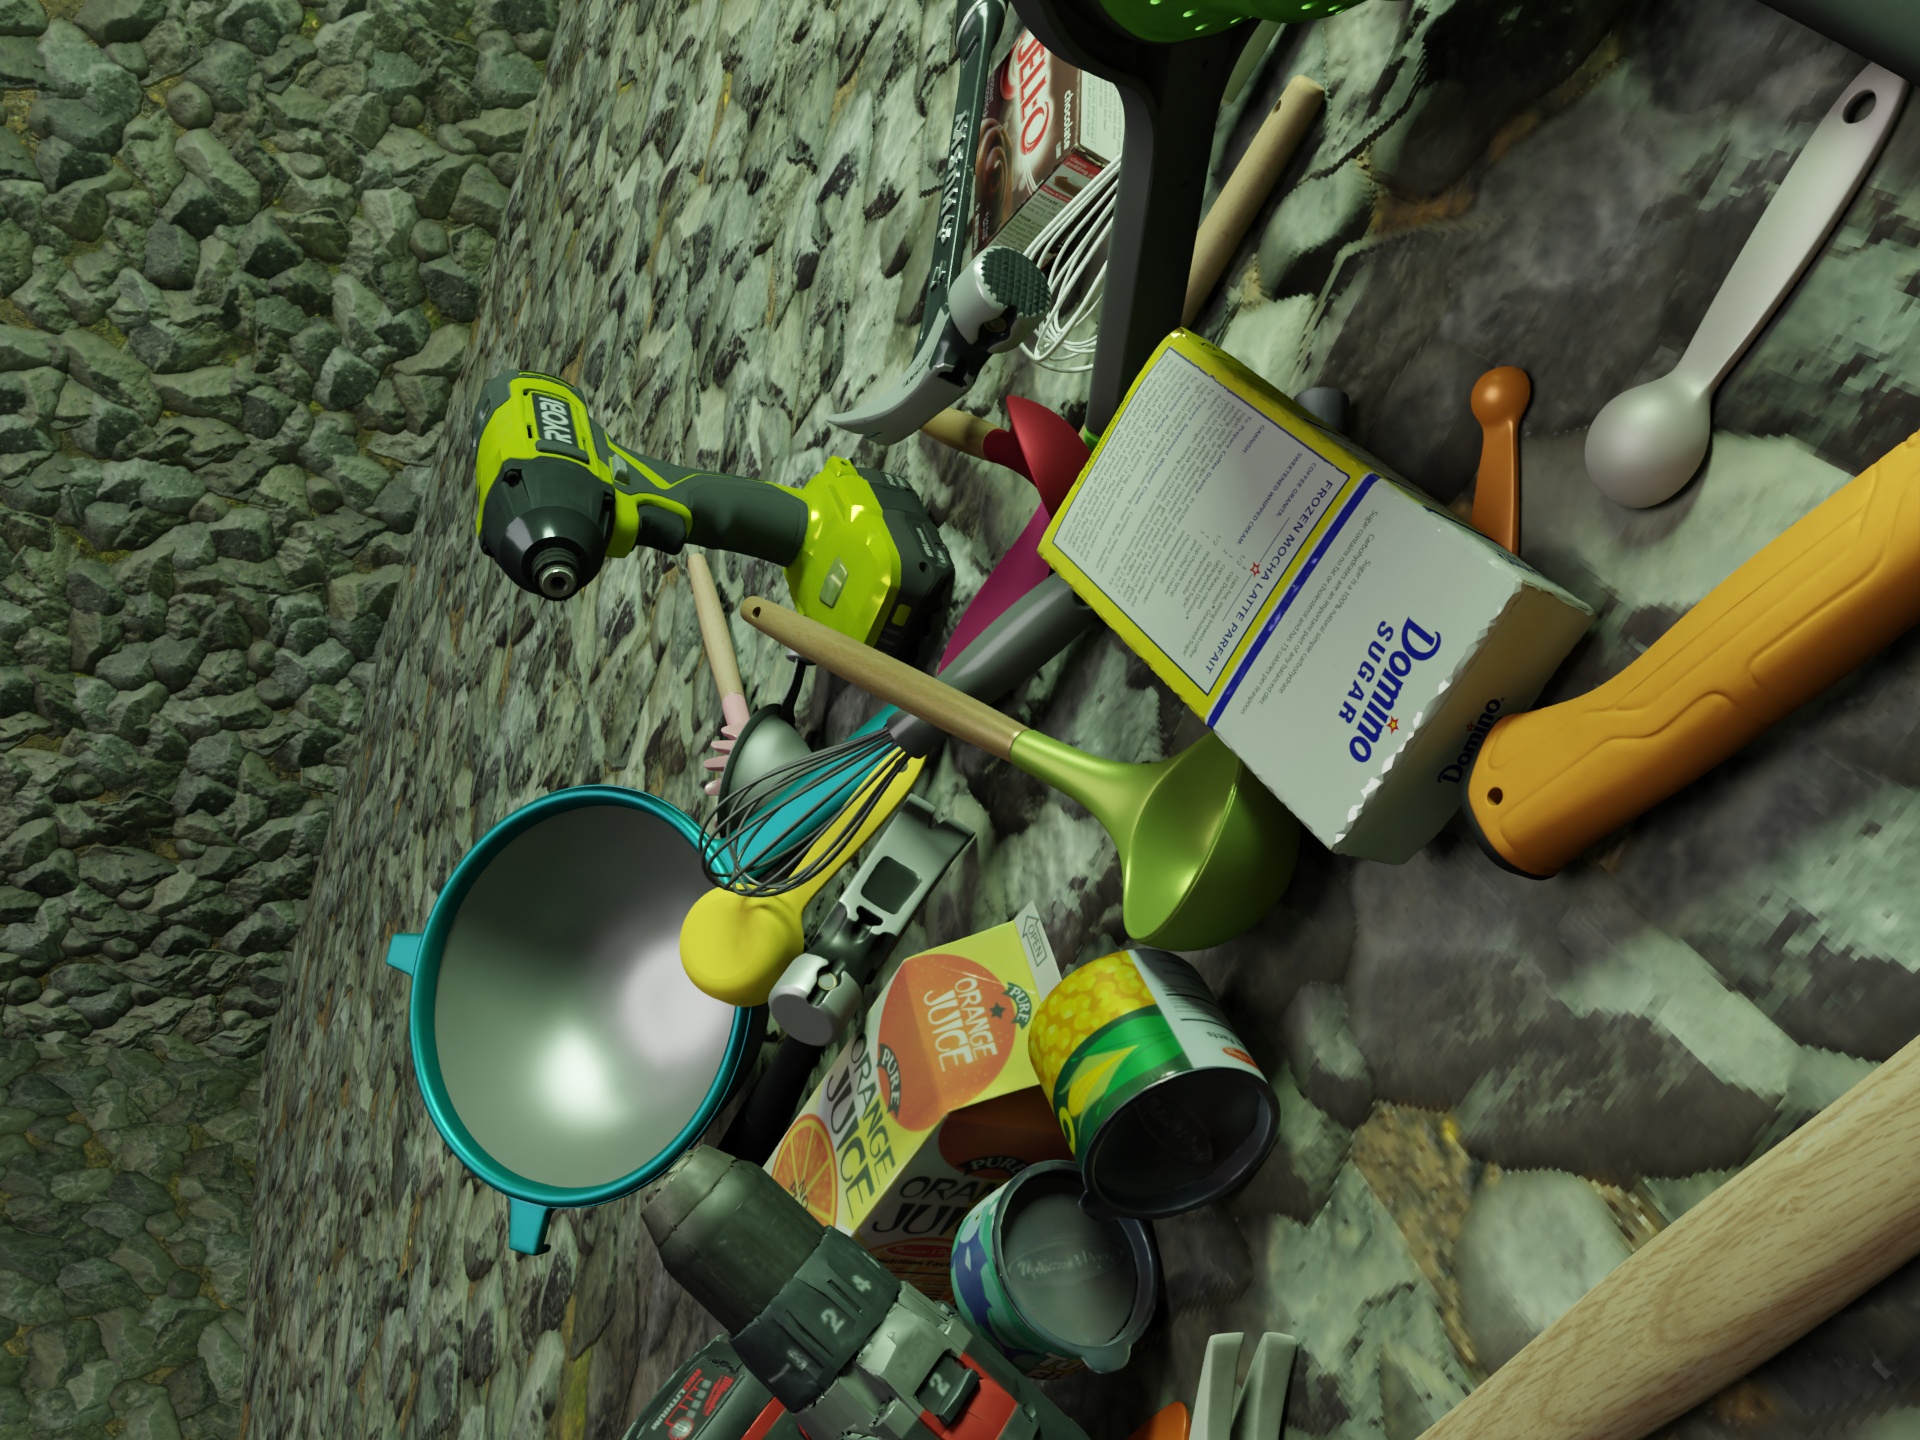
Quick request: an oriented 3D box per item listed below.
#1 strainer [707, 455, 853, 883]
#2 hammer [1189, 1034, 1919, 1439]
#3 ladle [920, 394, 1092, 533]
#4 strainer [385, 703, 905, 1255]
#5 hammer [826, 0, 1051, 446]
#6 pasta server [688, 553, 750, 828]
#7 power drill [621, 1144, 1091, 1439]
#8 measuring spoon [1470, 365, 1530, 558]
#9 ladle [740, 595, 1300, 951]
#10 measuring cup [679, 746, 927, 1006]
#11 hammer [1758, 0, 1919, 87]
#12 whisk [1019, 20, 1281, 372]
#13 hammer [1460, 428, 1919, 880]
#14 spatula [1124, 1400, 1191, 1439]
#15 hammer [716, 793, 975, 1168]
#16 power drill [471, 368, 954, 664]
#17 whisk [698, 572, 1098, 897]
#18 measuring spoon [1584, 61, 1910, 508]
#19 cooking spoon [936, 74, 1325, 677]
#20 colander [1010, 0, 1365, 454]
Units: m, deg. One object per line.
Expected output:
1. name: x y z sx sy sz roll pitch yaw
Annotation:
1. strainer: -0.089 -0.030 0.896 0.050 0.086 0.258 8 77 18
2. hammer: 0.149 0.152 0.375 0.331 0.031 0.130 -58 33 33
3. ladle: 0.010 -0.123 0.710 0.069 0.031 0.316 64 176 -19
4. strainer: -0.129 0.106 0.827 0.340 0.095 0.211 -39 64 10
5. hammer: 0.006 -0.310 0.754 0.149 0.036 0.409 -35 42 53
6. pasta server: -0.158 -0.025 1.027 0.317 0.040 0.060 -114 12 -52
7. power drill: -0.058 0.249 0.568 0.080 0.188 0.226 -45 -4 -40
8. measuring spoon: 0.154 -0.050 0.471 0.021 0.011 0.117 -8 72 61
9. ladle: -0.001 -0.002 0.608 0.320 0.062 0.078 27 92 44
10. measuring cup: -0.072 0.067 0.743 0.062 0.029 0.156 42 93 26
11. hammer: 0.195 -0.237 0.439 0.128 0.033 0.331 -59 31 31
12. whisk: 0.093 -0.246 0.636 0.246 0.059 0.058 -57 6 27
13. hammer: 0.226 -0.058 0.313 0.336 0.034 0.127 -50 37 42
14. spatula: 0.086 0.352 0.424 0.081 0.041 0.323 -58 37 31
15. hammer: -0.082 0.169 0.762 0.146 0.035 0.334 -55 -5 -46
16. power drill: -0.125 -0.091 0.787 0.080 0.223 0.171 -63 30 26
17. whisk: -0.025 0.004 0.685 0.239 0.055 0.055 -39 41 19
18. measuring spoon: 0.198 -0.112 0.406 0.124 0.018 0.034 -64 30 23
19. cooking spoon: 0.059 -0.121 0.671 0.318 0.017 0.069 -58 22 30
20. colander: 0.099 -0.208 0.485 0.095 0.204 0.396 35 145 25
